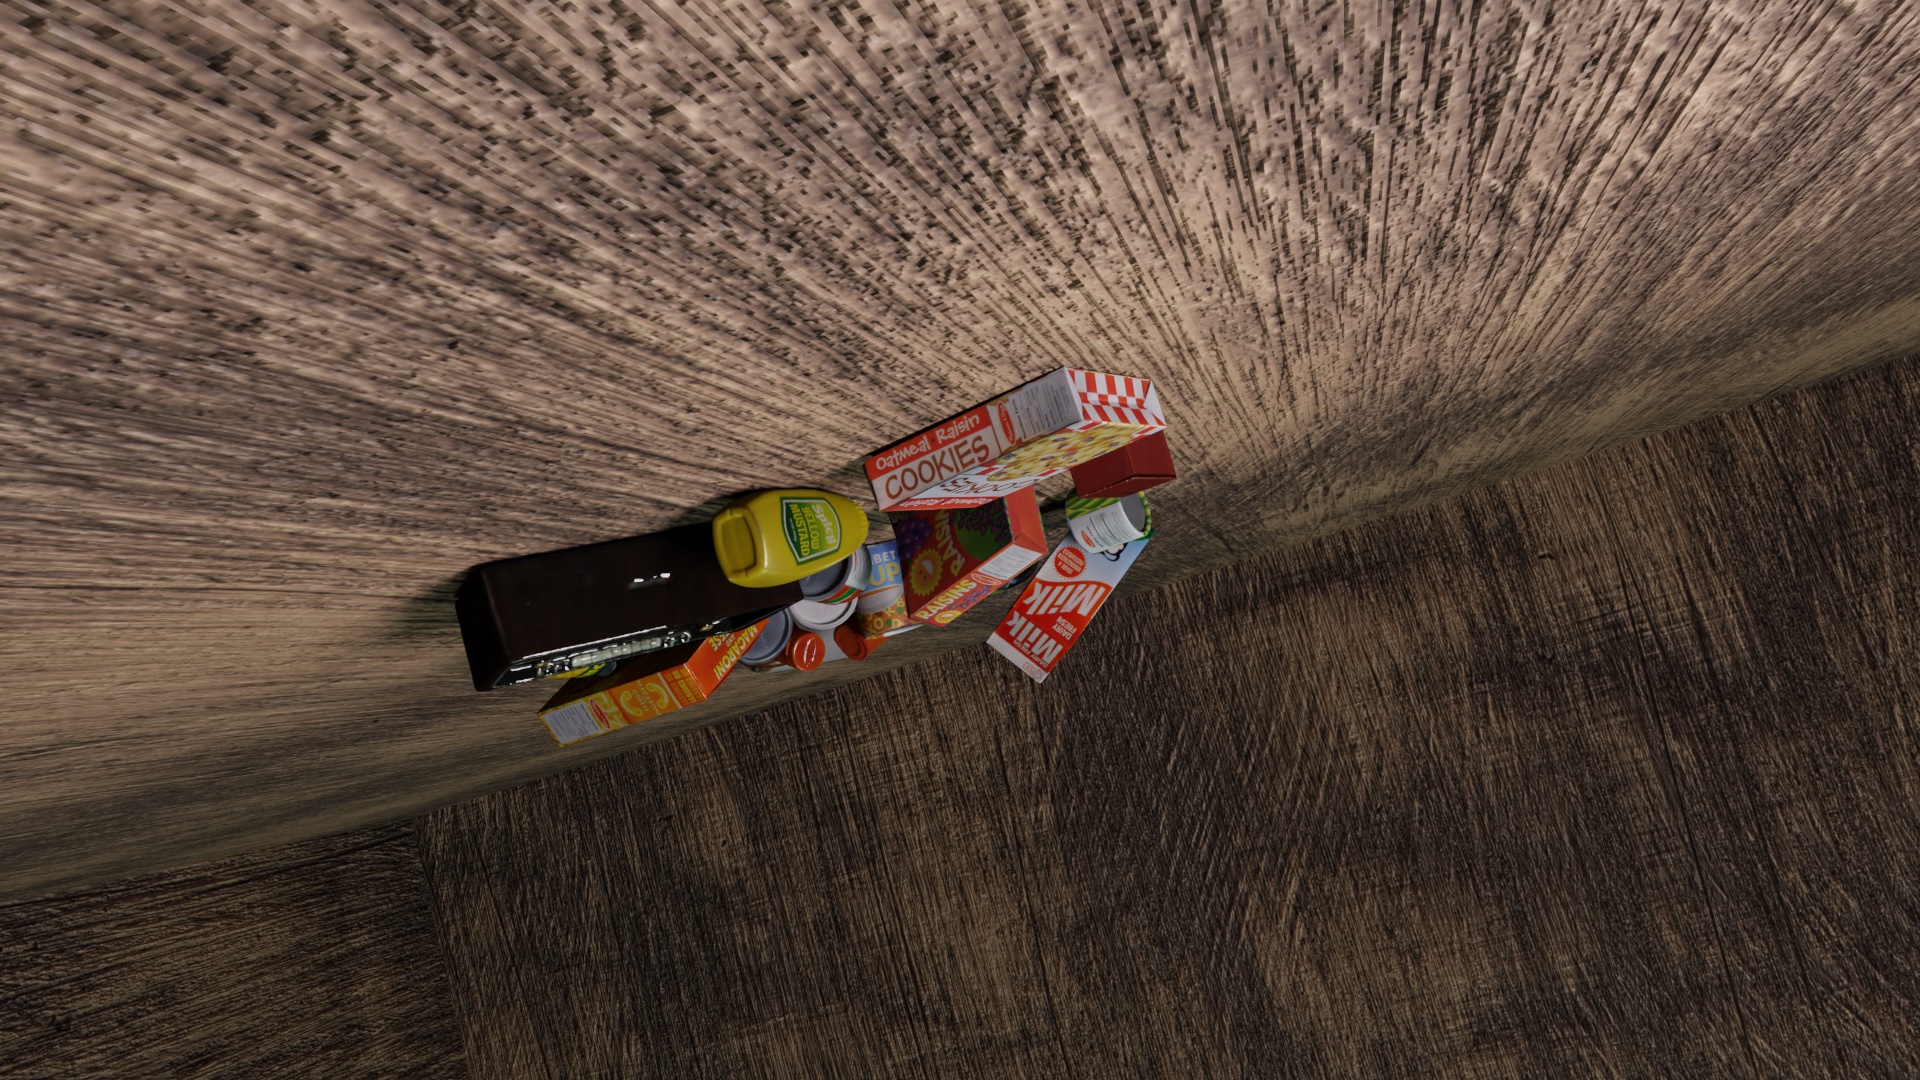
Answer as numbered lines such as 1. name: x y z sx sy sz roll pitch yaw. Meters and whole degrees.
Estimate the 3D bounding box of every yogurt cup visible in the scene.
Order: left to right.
1. yogurt cup: -0.134 0.050 1.318 0.072 0.072 0.054 -15 180 -11

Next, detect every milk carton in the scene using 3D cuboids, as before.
1. milk carton: 0.110 0.049 1.413 0.191 0.072 0.073 -52 177 -9

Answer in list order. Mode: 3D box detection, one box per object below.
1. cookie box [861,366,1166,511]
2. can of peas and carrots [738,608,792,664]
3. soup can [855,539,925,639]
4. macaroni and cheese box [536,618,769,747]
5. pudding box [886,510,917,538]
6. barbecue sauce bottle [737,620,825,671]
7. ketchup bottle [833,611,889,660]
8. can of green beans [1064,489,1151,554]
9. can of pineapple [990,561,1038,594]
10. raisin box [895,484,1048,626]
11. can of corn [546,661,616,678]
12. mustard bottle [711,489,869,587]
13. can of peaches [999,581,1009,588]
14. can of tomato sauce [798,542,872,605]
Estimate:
1. cookie box: 0.036 -0.066 0.941 0.167 0.040 0.123 -22 170 32
2. can of peas and carrots: -0.198 0.075 1.271 0.071 0.070 0.059 -11 -160 -35
3. soup can: -0.074 0.048 1.344 0.071 0.084 0.071 -16 171 -2
4. macaroni and cheese box: -0.258 0.107 1.177 0.166 0.040 0.124 -19 -160 27
5. pudding box: -0.033 -0.018 1.167 0.050 0.030 0.083 -17 172 0
6. barbecue sauce bottle: -0.184 0.094 1.338 0.044 0.065 0.148 12 179 -38
7. ketchup bottle: -0.062 0.062 1.424 0.149 0.043 0.064 -40 179 -29
8. can of green beans: 0.142 -0.026 1.333 0.057 0.071 0.071 -22 170 31
9. can of pineapple: 0.040 0.018 1.441 0.071 0.071 0.057 -13 171 -23
10. raisin box: 0.005 0.000 1.066 0.040 0.086 0.123 18 138 -39
11. can of corn: -0.318 0.081 1.125 0.071 0.071 0.058 -18 171 13
12. mustard bottle: -0.108 -0.007 0.984 0.048 0.065 0.161 -15 180 31
13. can of peaches: 0.017 0.015 1.349 0.058 0.071 0.071 -7 168 -44
14. can of tomato sauce: -0.113 0.019 1.129 0.071 0.071 0.083 -17 172 6
